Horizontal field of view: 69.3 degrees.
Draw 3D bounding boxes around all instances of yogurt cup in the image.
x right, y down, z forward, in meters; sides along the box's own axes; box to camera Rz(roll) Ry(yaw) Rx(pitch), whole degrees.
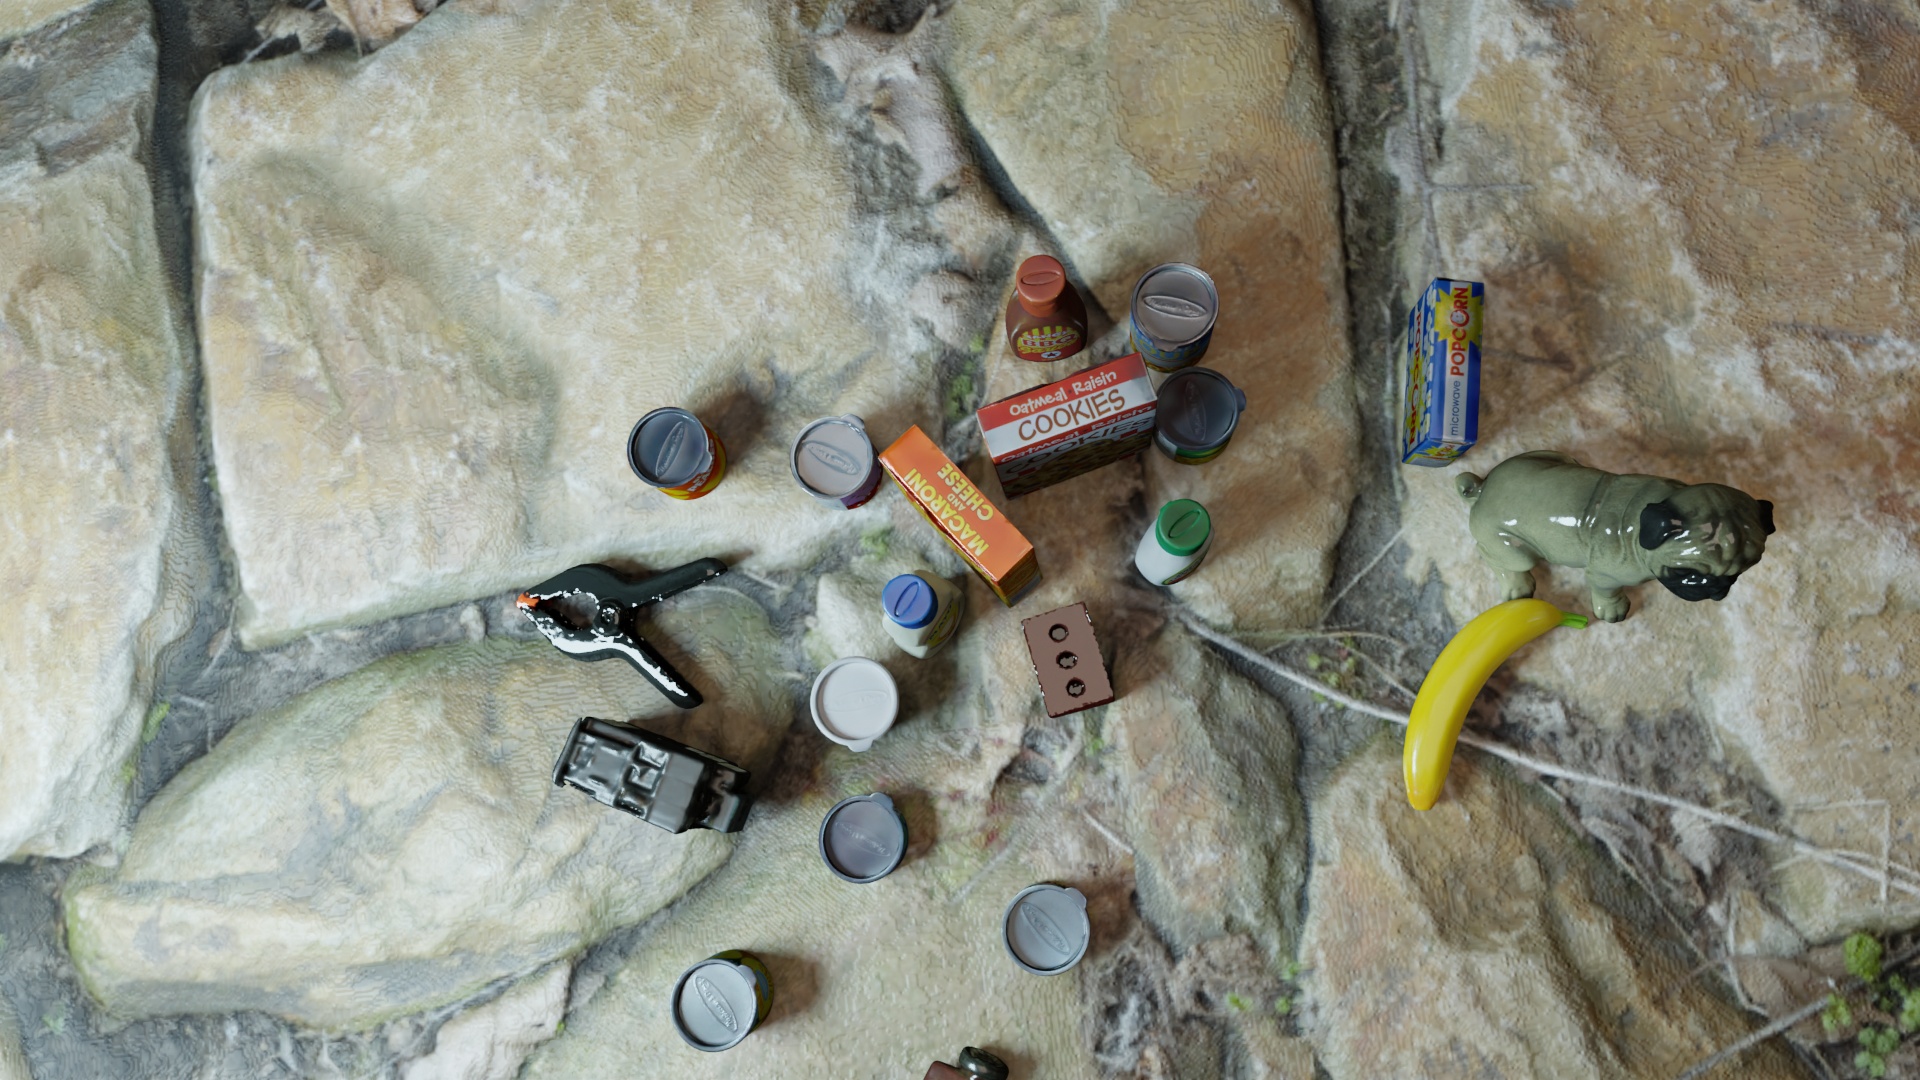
[{"bbox_3d":[-0.078,0.125,1.075,0.072,0.054,0.072,-1,81,6],"label":"yogurt cup"}]

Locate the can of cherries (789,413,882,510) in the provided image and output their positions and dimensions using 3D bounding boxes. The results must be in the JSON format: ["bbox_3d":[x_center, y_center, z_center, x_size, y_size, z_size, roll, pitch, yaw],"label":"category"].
[{"bbox_3d":[-0.096,-0.062,1.106,0.071,0.058,0.071,-1,81,6],"label":"can of cherries"}]

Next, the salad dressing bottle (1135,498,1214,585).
[{"bbox_3d":[0.160,0.000,1.025,0.064,0.147,0.044,-40,80,-1],"label":"salad dressing bottle"}]

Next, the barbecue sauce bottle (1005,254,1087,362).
[{"bbox_3d":[0.065,-0.177,1.063,0.065,0.148,0.044,-7,81,5],"label":"barbecue sauce bottle"}]

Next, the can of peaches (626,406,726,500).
[{"bbox_3d":[-0.225,-0.068,1.120,0.071,0.058,0.071,-1,81,6],"label":"can of peaches"}]

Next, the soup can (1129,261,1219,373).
[{"bbox_3d":[0.165,-0.170,1.085,0.071,0.083,0.071,-1,81,6],"label":"soup can"}]

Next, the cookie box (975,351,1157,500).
[{"bbox_3d":[0.081,-0.082,1.036,0.123,0.167,0.040,-20,80,2],"label":"cookie box"}]

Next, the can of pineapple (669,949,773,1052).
[{"bbox_3d":[-0.177,0.345,1.046,0.071,0.058,0.071,-1,81,6],"label":"can of pineapple"}]

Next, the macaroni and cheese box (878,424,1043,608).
[{"bbox_3d":[0.004,-0.013,1.033,0.040,0.166,0.124,-43,80,-2],"label":"macaroni and cheese box"}]

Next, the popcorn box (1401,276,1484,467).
[{"bbox_3d":[0.366,-0.126,1.057,0.038,0.085,0.127,5,81,7],"label":"popcorn box"}]

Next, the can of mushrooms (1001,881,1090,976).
[{"bbox_3d":[0.066,0.289,1.044,0.071,0.033,0.071,-1,81,6],"label":"can of mushrooms"}]

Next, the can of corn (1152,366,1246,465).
[{"bbox_3d":[0.185,-0.097,1.084,0.071,0.058,0.071,-1,81,6],"label":"can of corn"}]

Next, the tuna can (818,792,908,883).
[{"bbox_3d":[-0.072,0.227,1.068,0.071,0.033,0.071,-1,81,6],"label":"tuna can"}]

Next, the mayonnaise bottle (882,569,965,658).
[{"bbox_3d":[-0.030,0.052,1.035,0.041,0.148,0.065,31,85,9],"label":"mayonnaise bottle"}]
